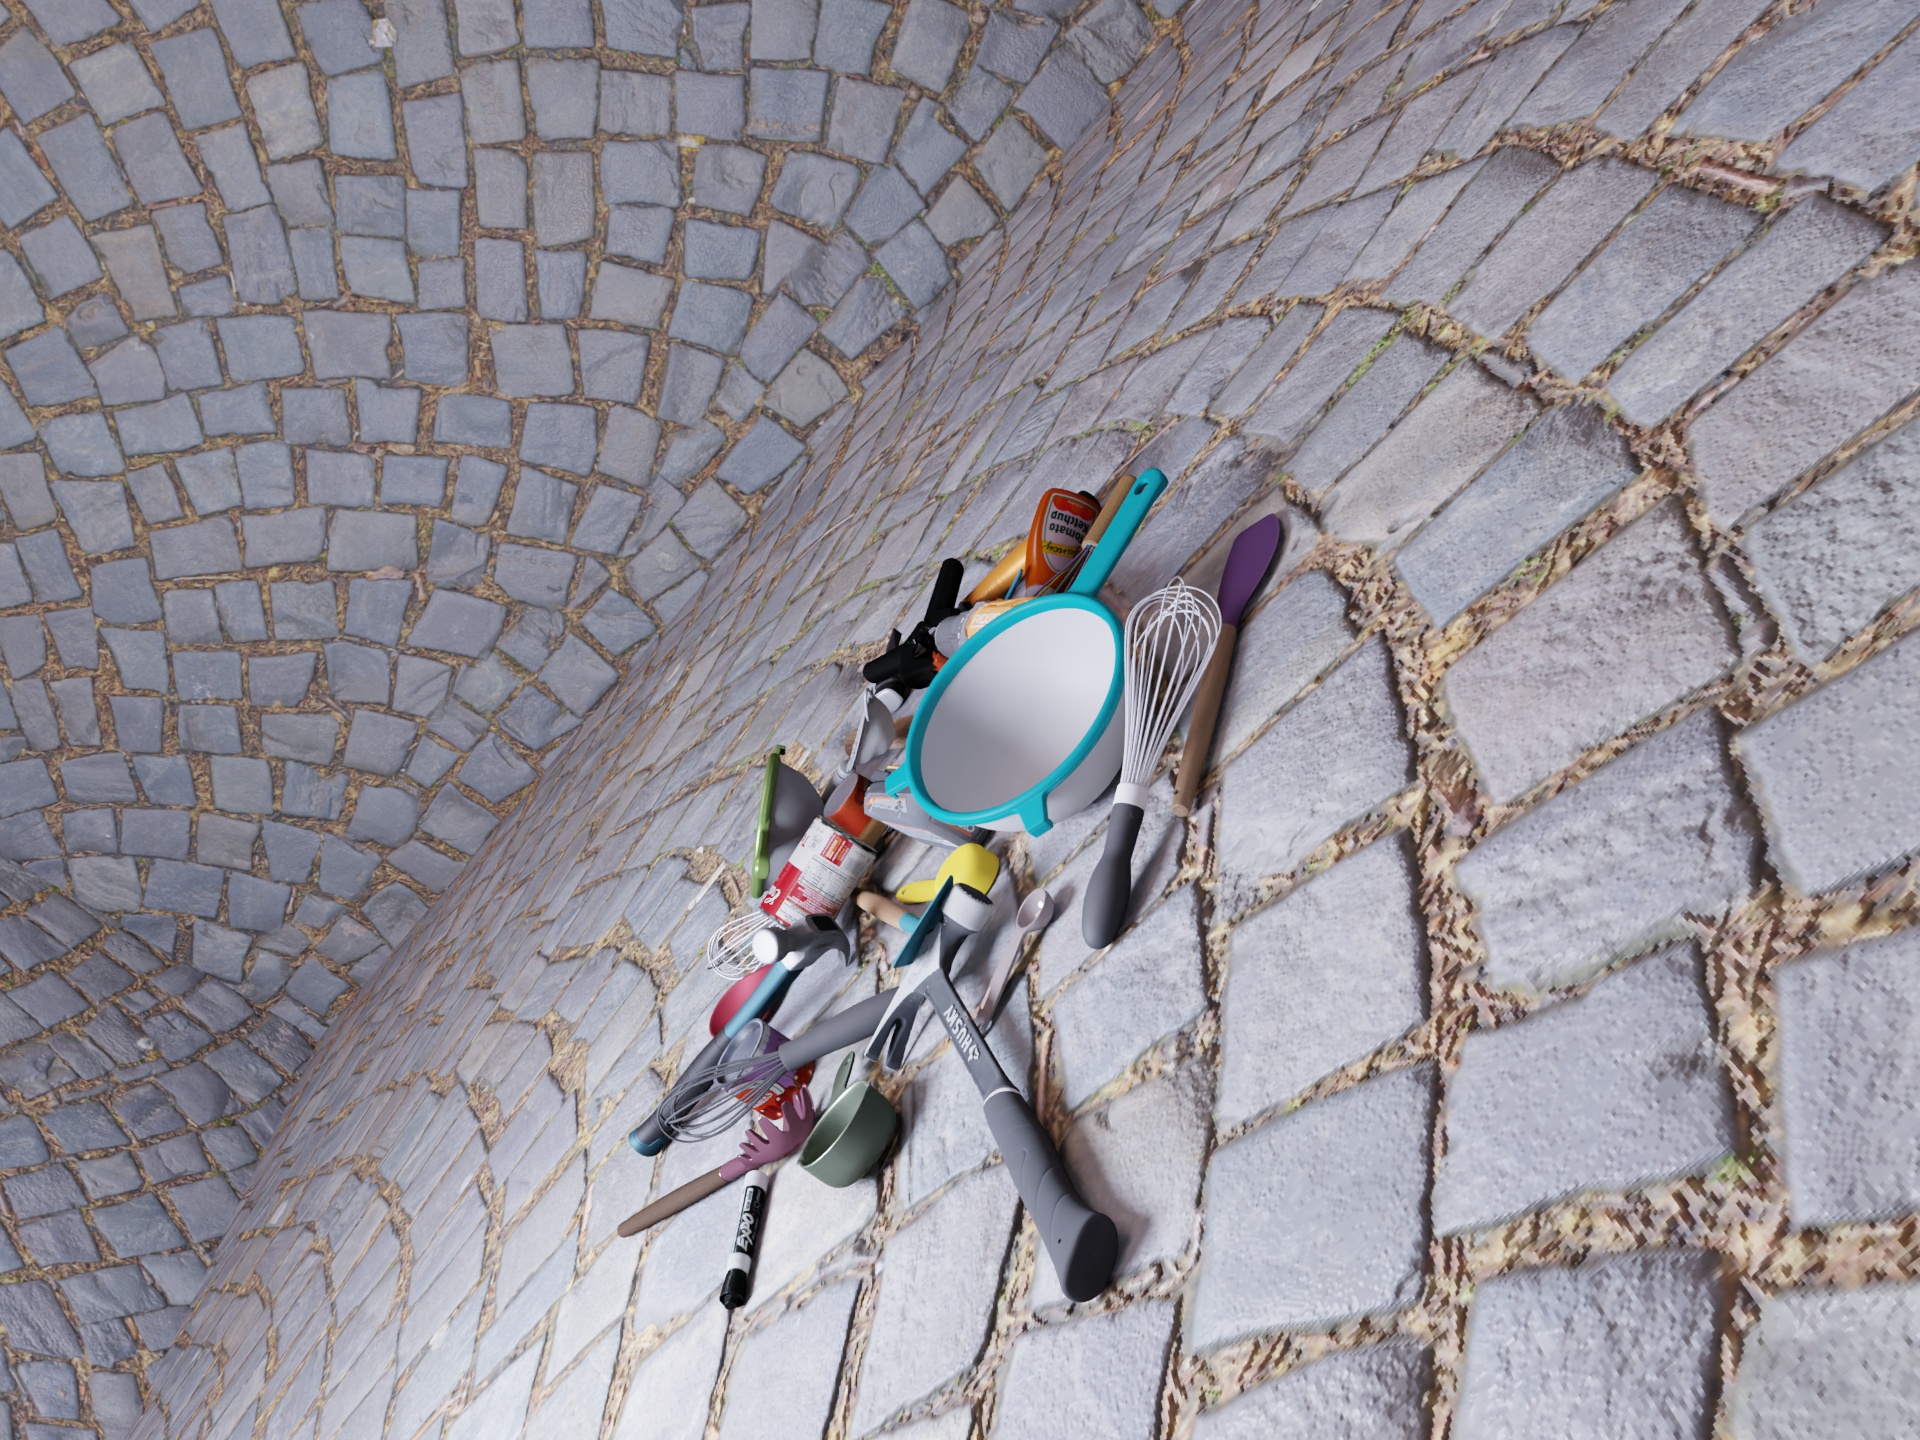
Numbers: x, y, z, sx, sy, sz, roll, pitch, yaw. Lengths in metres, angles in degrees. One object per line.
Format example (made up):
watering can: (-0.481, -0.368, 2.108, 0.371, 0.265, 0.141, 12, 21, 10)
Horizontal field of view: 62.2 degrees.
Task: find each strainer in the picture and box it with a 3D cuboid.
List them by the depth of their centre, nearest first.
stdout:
strainer: (0.097, -0.042, 1.265, 0.211, 0.095, 0.340, 11, 64, 51)
strainer: (-0.169, 0.119, 1.587, 0.256, 0.069, 0.151, -119, 36, -80)
strainer: (-0.112, 0.046, 1.628, 0.258, 0.050, 0.087, 123, 162, -52)

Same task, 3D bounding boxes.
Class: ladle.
ladle: (-0.133, 0.175, 1.500, 0.315, 0.031, 0.069, -55, 37, 2)

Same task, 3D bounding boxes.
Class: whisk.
whisk: (0.126, 0.025, 1.115, 0.070, 0.070, 0.285, -21, 47, 57)
whisk: (-0.136, 0.271, 1.263, 0.239, 0.055, 0.055, -28, 23, 8)
whisk: (0.119, -0.146, 1.511, 0.047, 0.051, 0.245, 7, 51, 34)
whisk: (-0.164, 0.181, 1.564, 0.246, 0.058, 0.059, -39, -12, 23)

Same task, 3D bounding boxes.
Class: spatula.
spatula: (0.196, -0.051, 1.185, 0.060, 0.018, 0.316, -32, 27, 44)
spatula: (-0.059, 0.159, 1.341, 0.082, 0.044, 0.317, -58, 15, -9)

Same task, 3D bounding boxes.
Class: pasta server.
pasta server: (-0.213, 0.380, 1.333, 0.316, 0.040, 0.060, -38, -5, 40)

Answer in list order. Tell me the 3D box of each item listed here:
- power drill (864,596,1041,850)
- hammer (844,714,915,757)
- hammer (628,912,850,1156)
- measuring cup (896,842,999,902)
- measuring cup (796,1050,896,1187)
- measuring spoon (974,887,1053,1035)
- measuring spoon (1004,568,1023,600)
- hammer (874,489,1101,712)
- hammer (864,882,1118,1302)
power drill: (-0.002, -0.004, 1.406, 0.185, 0.084, 0.226, 4, 68, 62)
hammer: (-0.040, 0.009, 1.605, 0.130, 0.031, 0.331, -59, 20, -21)
hammer: (-0.207, 0.286, 1.419, 0.128, 0.033, 0.331, -6, -39, -54)
measuring cup: (-0.023, 0.135, 1.339, 0.156, 0.029, 0.062, -17, 39, 57)
measuring cup: (-0.078, 0.293, 1.192, 0.083, 0.038, 0.168, -49, 7, 8)
measuring spoon: (0.039, 0.180, 1.151, 0.124, 0.018, 0.034, -64, 20, -13)
measuring spoon: (0.043, -0.092, 1.555, 0.128, 0.021, 0.042, -65, -4, 32)
hammer: (0.027, -0.139, 1.711, 0.337, 0.034, 0.127, -39, 24, 33)
hammer: (0.018, 0.242, 1.034, 0.149, 0.036, 0.409, -59, 20, 7)
